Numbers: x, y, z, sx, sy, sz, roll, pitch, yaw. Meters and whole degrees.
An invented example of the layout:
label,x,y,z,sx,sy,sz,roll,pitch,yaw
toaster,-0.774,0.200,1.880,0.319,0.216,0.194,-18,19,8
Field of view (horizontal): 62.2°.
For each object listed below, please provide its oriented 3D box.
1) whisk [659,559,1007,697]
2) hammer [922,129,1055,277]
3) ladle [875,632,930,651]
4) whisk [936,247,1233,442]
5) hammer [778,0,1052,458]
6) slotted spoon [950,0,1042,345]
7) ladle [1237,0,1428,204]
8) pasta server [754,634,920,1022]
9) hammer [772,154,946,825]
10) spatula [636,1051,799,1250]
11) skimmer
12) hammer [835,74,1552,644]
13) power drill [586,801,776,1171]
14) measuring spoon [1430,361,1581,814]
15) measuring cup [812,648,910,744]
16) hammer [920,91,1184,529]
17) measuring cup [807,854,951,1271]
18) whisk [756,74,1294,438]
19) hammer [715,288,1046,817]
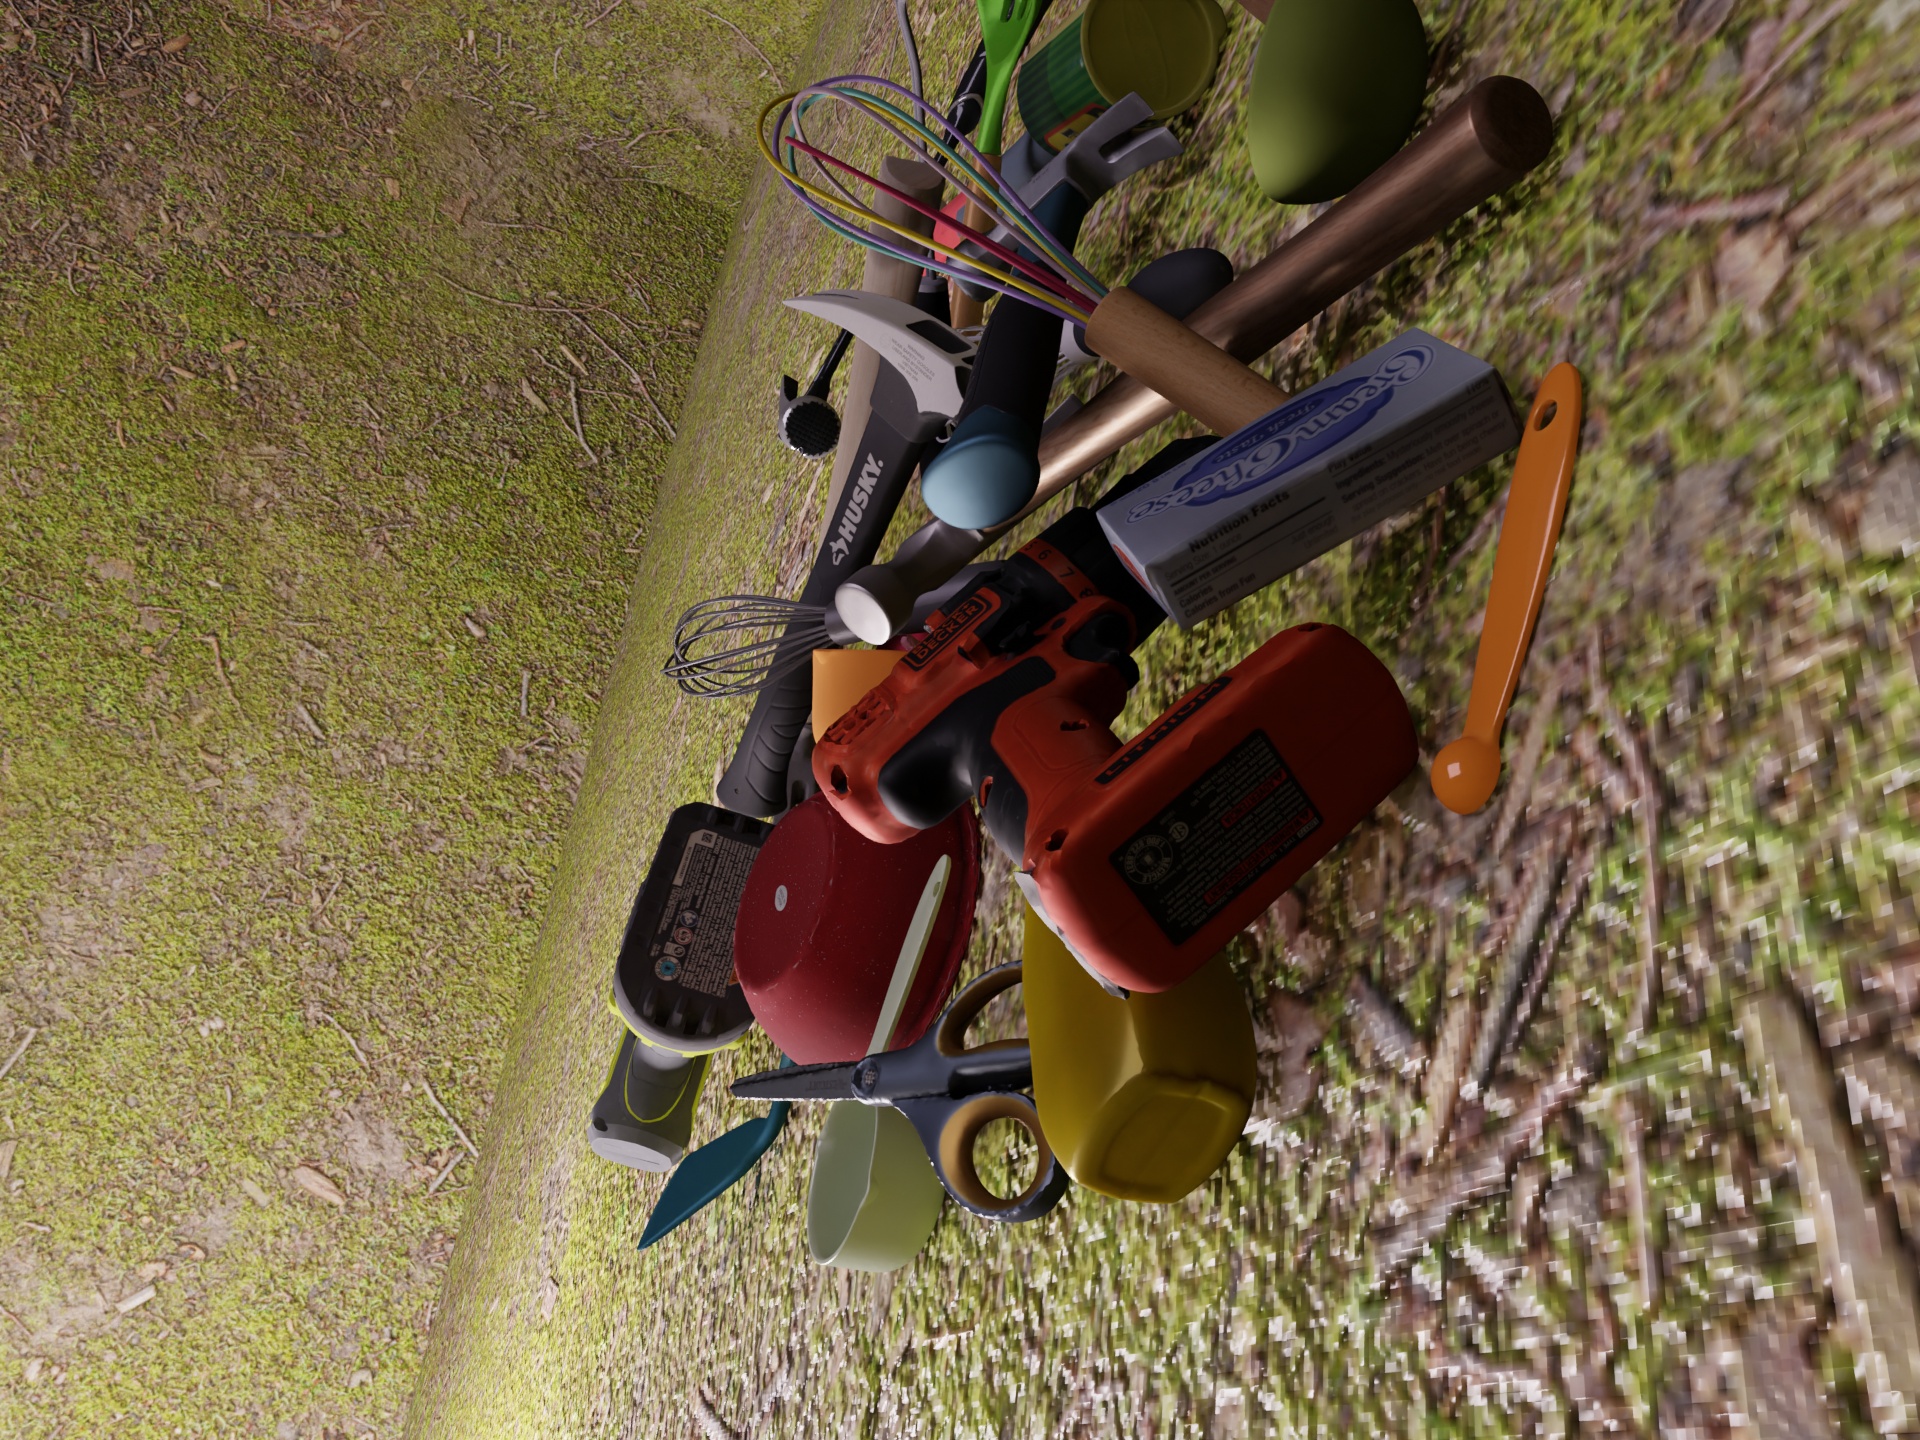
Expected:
label,x,y,z,sx,sy,sz,roll,pitch,yaw
whisk,-0.056,-0.047,0.775,0.239,0.055,0.055,-9,59,34
hammer,0.006,-0.315,1.023,0.386,0.038,0.143,-170,97,-73
ladle,-0.073,0.048,0.922,0.069,0.031,0.315,-101,31,-51
whisk,0.044,-0.170,0.736,0.285,0.070,0.070,0,73,67
hammer,-0.006,-0.347,0.958,0.409,0.036,0.149,-60,17,9
slotted spoon,0.011,-0.291,0.893,0.070,0.031,0.313,36,122,57
ladle,0.114,-0.274,0.616,0.320,0.062,0.078,-94,3,-57
pasta server,-0.073,0.075,0.874,0.316,0.040,0.060,-59,9,40
hammer,-0.062,-0.112,0.885,0.410,0.038,0.146,106,168,-45
spatula,-0.086,0.147,0.829,0.082,0.044,0.317,-68,4,-71
skimmer,0.010,-0.293,0.838,0.127,0.090,0.363,-101,7,-64
hammer,0.071,-0.120,0.566,0.130,0.031,0.331,-44,9,-33
power drill,-0.156,0.142,0.930,0.228,0.080,0.191,118,168,-56
measuring spoon,0.132,-0.034,0.388,0.021,0.011,0.117,172,115,-71
measuring cup,-0.001,-0.002,0.674,0.174,0.095,0.052,6,93,58
hammer,0.027,-0.163,0.624,0.128,0.033,0.331,-37,22,28
measuring cup,-0.018,0.139,0.641,0.083,0.038,0.167,-4,67,72
whisk,0.027,-0.136,0.502,0.047,0.245,0.051,-21,-35,-56
hammer,-0.073,-0.068,0.836,0.035,0.146,0.334,-27,-26,-44
